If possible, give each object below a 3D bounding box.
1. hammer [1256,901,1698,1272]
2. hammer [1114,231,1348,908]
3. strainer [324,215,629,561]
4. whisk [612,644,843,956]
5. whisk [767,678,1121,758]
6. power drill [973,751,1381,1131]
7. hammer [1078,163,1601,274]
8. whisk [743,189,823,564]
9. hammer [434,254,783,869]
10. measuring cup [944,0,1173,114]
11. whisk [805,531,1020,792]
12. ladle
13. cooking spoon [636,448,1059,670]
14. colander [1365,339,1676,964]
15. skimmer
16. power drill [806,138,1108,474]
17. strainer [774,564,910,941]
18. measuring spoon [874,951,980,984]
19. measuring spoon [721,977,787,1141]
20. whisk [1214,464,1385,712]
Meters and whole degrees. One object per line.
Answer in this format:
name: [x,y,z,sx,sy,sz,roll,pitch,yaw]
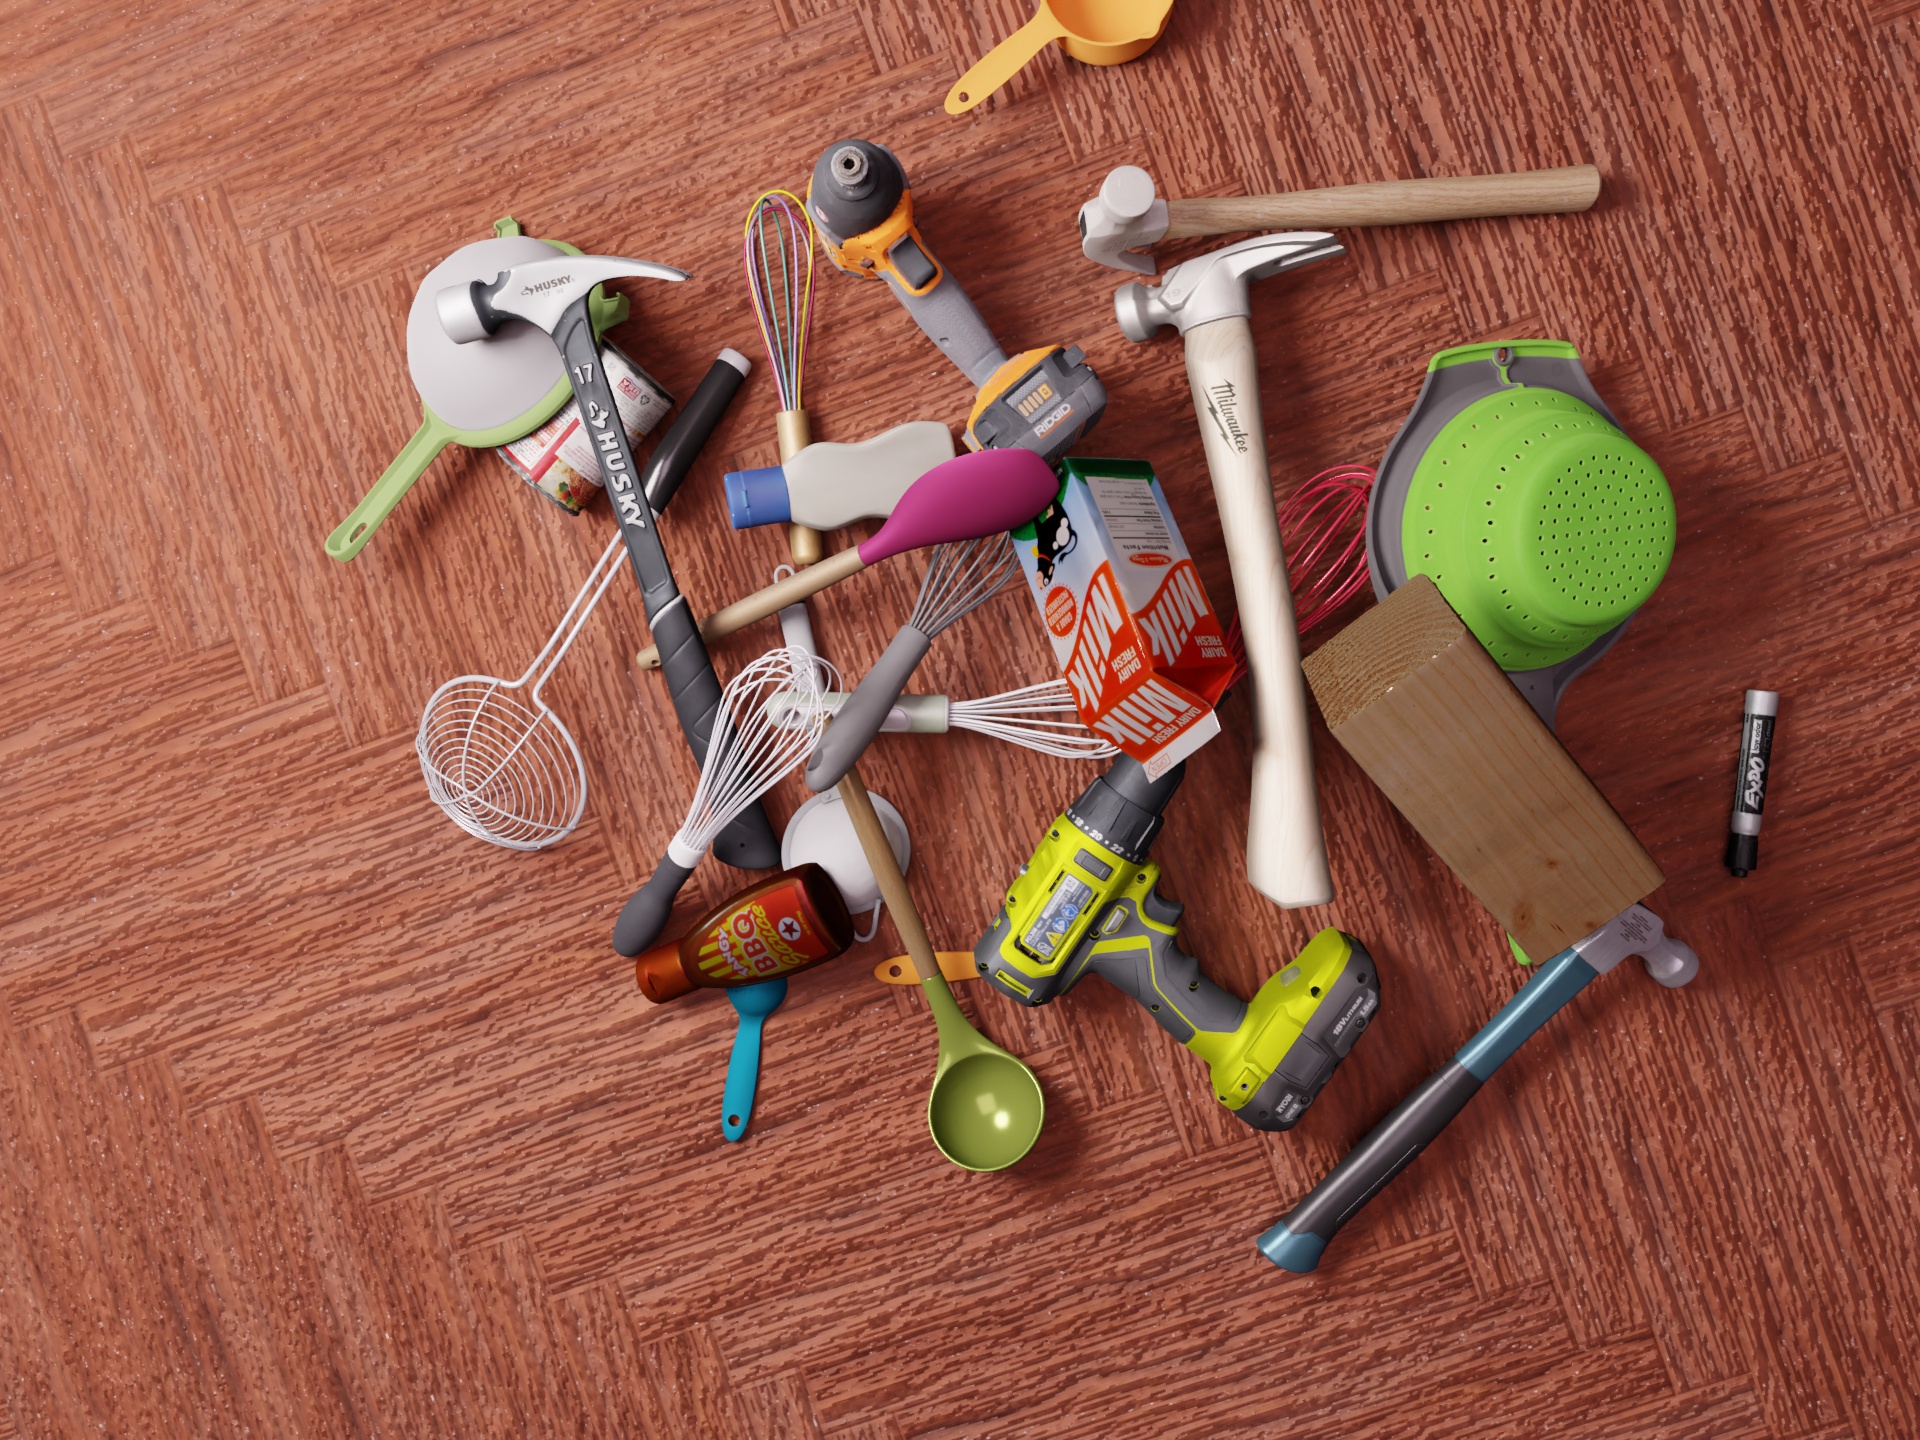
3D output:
hammer: [0.319,0.235,1.023,0.128,0.033,0.331,39,99,-23]
hammer: [0.191,-0.092,0.973,0.146,0.038,0.411,-12,81,29]
strainer: [-0.338,-0.214,1.015,0.152,0.069,0.256,39,90,32]
whisk: [-0.160,0.059,1.006,0.070,0.070,0.284,38,121,2]
whisk: [-0.002,-0.003,1.029,0.246,0.059,0.057,1,119,-3]
power drill: [0.147,0.135,1.013,0.228,0.080,0.190,33,98,0]
hammer: [0.237,-0.320,0.995,0.331,0.130,0.031,-6,90,-7]
whisk: [-0.111,-0.226,1.047,0.047,0.051,0.245,-6,94,-2]
hammer: [-0.186,-0.089,1.001,0.149,0.036,0.408,-14,109,6]
measuring cup: [0.061,-0.441,1.024,0.173,0.052,0.095,-38,89,6]
whisk: [-0.026,-0.051,1.008,0.055,0.055,0.239,33,72,2]
ladle: [-0.028,0.143,1.020,0.078,0.062,0.320,-22,100,-1]
cooking spoon: [-0.082,-0.094,1.008,0.319,0.068,0.017,-22,46,25]
colander: [0.366,-0.034,0.973,0.204,0.094,0.397,-8,99,-15]
skimmer: [-0.239,-0.083,1.067,0.127,0.090,0.363,30,83,6]
power drill: [-0.010,-0.256,0.979,0.084,0.164,0.226,-40,91,3]
strainer: [-0.090,0.022,1.055,0.087,0.050,0.258,-13,88,-11]
measuring spoon: [-0.001,0.165,1.066,0.117,0.011,0.021,-5,91,4]
measuring spoon: [-0.146,0.223,1.072,0.042,0.021,0.128,9,91,4]
whisk: [0.178,-0.039,1.028,0.073,0.073,0.296,36,100,2]
